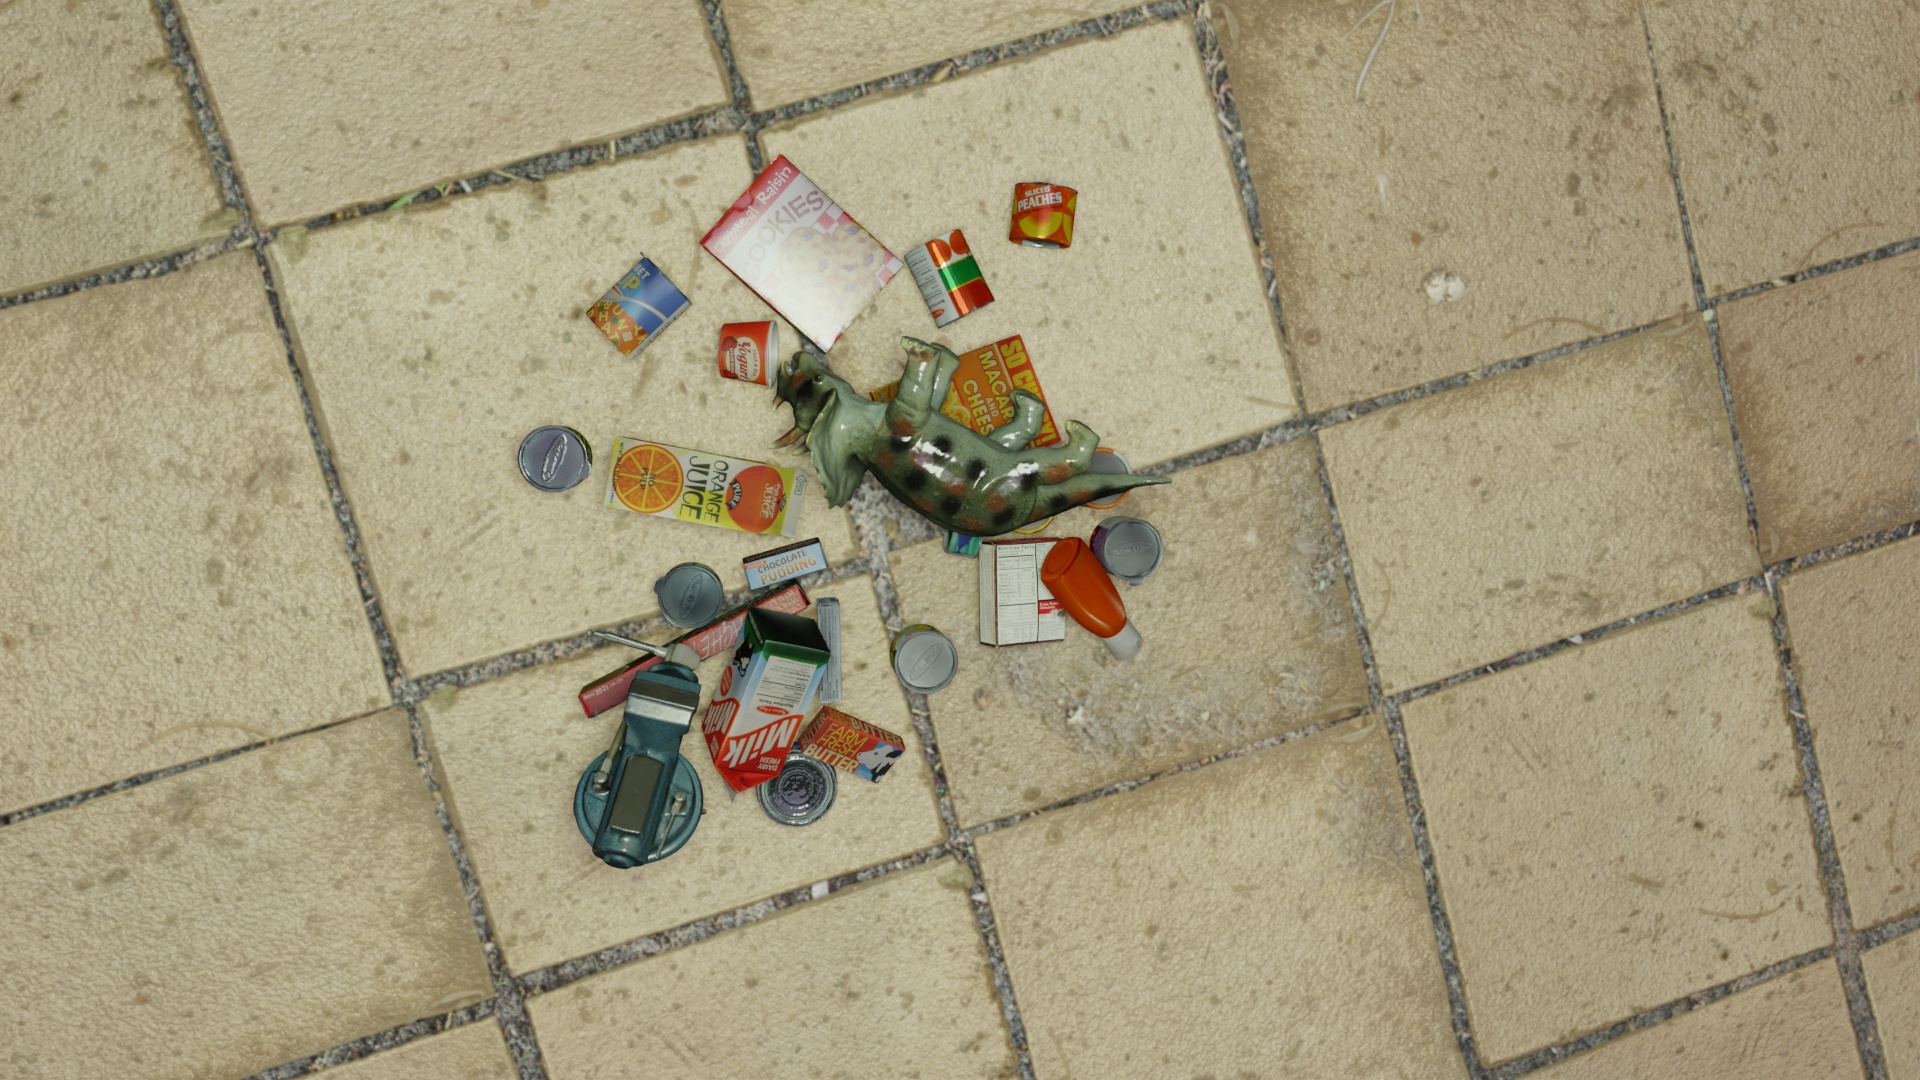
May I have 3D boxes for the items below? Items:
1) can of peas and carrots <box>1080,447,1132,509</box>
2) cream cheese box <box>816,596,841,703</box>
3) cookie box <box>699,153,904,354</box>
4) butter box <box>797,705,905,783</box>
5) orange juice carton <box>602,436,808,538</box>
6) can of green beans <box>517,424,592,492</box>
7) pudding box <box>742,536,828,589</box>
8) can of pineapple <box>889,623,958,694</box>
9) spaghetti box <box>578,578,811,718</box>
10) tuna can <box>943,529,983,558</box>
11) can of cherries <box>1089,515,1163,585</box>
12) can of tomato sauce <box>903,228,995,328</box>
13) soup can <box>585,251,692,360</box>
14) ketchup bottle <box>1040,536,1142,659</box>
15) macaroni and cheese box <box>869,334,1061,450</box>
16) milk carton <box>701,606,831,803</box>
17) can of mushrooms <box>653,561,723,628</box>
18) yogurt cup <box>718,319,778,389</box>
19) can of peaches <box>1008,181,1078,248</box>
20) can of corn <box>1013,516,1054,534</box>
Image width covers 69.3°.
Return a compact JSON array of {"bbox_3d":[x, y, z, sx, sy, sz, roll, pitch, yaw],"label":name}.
[{"bbox_3d":[0.141,-0.065,1.472,0.071,0.059,0.071,-1,94,-9],"label":"can of peas and carrots"},{"bbox_3d":[-0.136,0.113,1.443,0.024,0.053,0.103,-2,94,-7],"label":"cream cheese box"},{"bbox_3d":[-0.161,-0.291,1.416,0.167,0.040,0.123,41,87,-9],"label":"cookie box"},{"bbox_3d":[-0.113,0.212,1.443,0.103,0.024,0.053,28,109,-31],"label":"butter box"},{"bbox_3d":[-0.255,-0.053,1.402,0.193,0.073,0.071,10,93,-10],"label":"orange juice carton"},{"bbox_3d":[-0.402,-0.082,1.383,0.071,0.058,0.071,-1,94,-9],"label":"can of green beans"},{"bbox_3d":[-0.180,0.023,1.431,0.084,0.050,0.030,-16,99,-7],"label":"pudding box"},{"bbox_3d":[-0.040,0.122,1.456,0.071,0.058,0.071,-1,94,-9],"label":"can of pineapple"},{"bbox_3d":[-0.271,0.109,1.422,0.250,0.050,0.028,-27,99,-7],"label":"spaghetti box"},{"bbox_3d":[0.005,-0.018,1.448,0.033,0.071,0.071,10,93,-9],"label":"tuna can"},{"bbox_3d":[0.176,0.010,1.483,0.071,0.058,0.071,-1,94,-10],"label":"can of cherries"},{"bbox_3d":[-0.010,-0.270,1.430,0.071,0.071,0.083,-27,97,-6],"label":"can of tomato sauce"},{"bbox_3d":[-0.322,-0.233,1.381,0.084,0.071,0.071,-44,99,-3],"label":"soup can"},{"bbox_3d":[0.142,0.066,1.466,0.148,0.043,0.065,51,51,-30],"label":"ketchup bottle"},{"bbox_3d":[0.005,-0.130,1.455,0.167,0.040,0.123,-22,97,-6],"label":"macaroni and cheese box"},{"bbox_3d":[-0.205,0.169,1.403,0.073,0.072,0.190,15,109,-28],"label":"milk carton"},{"bbox_3d":[-0.279,0.055,1.426,0.071,0.033,0.071,-1,95,-9],"label":"can of mushrooms"},{"bbox_3d":[-0.214,-0.191,1.404,0.054,0.072,0.072,3,94,-1],"label":"yogurt cup"},{"bbox_3d":[0.085,-0.336,1.438,0.071,0.071,0.058,6,95,-9],"label":"can of peaches"},{"bbox_3d":[0.062,-0.039,1.461,0.071,0.058,0.071,-1,94,-9],"label":"can of corn"}]
